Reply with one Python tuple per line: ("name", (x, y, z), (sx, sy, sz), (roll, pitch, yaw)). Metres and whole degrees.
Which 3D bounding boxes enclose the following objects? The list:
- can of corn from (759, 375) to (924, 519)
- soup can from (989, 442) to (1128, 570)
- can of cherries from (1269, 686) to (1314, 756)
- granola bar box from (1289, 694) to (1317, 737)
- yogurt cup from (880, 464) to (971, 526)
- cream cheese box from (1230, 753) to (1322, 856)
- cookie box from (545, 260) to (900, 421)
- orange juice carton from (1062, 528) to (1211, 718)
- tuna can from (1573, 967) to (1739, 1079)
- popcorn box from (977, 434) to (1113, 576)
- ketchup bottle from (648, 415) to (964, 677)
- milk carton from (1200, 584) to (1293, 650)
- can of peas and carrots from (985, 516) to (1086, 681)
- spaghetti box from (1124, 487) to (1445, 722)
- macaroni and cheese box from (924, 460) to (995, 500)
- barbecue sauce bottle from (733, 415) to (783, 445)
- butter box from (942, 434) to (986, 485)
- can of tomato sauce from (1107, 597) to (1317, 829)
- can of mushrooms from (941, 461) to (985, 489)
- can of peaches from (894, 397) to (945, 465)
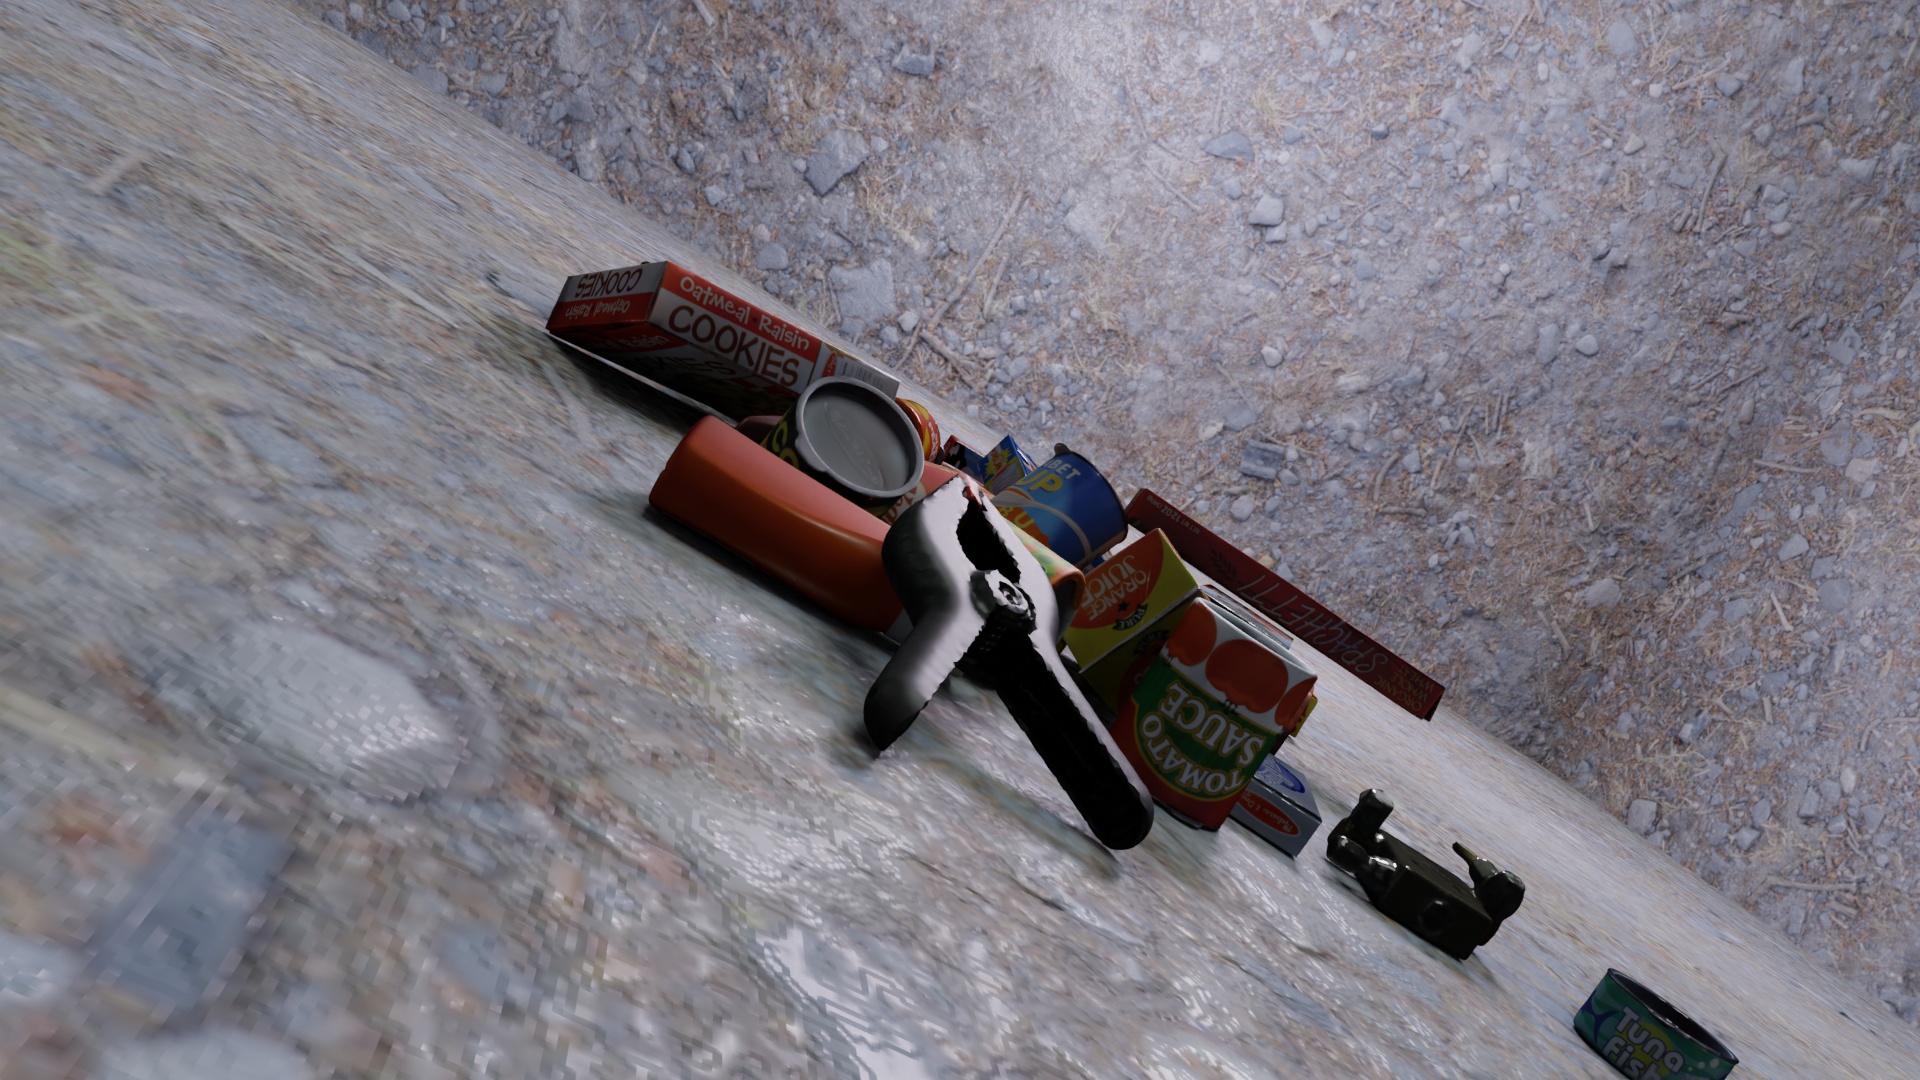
("can of corn", (-0.062, -0.032, 0.642), (0.071, 0.058, 0.071), (22, 47, -25))
("soup can", (0.044, -0.007, 0.819), (0.071, 0.084, 0.071), (46, -23, 26))
("can of cherries", (0.161, 0.096, 0.797), (0.058, 0.071, 0.071), (34, 7, 9))
("granola bar box", (0.190, 0.083, 1.107), (0.165, 0.039, 0.124), (30, 8, -14))
("yogurt cup", (-0.031, -0.012, 0.714), (0.054, 0.072, 0.072), (25, 6, 7))
("cream cheese box", (0.153, 0.126, 0.713), (0.053, 0.024, 0.104), (33, 7, 7))
("cookie box", (-0.139, -0.107, 0.817), (0.167, 0.040, 0.123), (24, -12, -39))
("orange juice carton", (0.096, 0.042, 0.740), (0.073, 0.072, 0.193), (56, 7, 4))
("tuna can", (0.332, 0.240, 0.667), (0.071, 0.033, 0.071), (32, 7, -4))
("popcorn box", (0.071, -0.015, 1.096), (0.126, 0.038, 0.085), (46, 13, -24))
("ketchup bottle", (-0.054, 0.004, 0.579), (0.149, 0.043, 0.065), (32, 10, -6))
("milk carton", (0.174, 0.078, 0.934), (0.072, 0.073, 0.190), (34, 7, 12))
("can of peas and carrots", (0.015, 0.025, 0.638), (0.059, 0.071, 0.071), (36, 7, 22))
("spaghetti box", (0.222, 0.043, 0.965), (0.250, 0.028, 0.050), (34, 4, 1))
("macaroni and cheese box", (0.003, -0.012, 0.951), (0.124, 0.040, 0.166), (35, 8, 21))
("barbecue sauce bottle", (-0.086, -0.042, 0.762), (0.065, 0.043, 0.149), (33, 6, -1))
("butter box", (0.021, -0.042, 1.177), (0.103, 0.053, 0.024), (29, 9, -22))
("can of tomato sauce", (0.112, 0.078, 0.627), (0.071, 0.083, 0.071), (32, 7, -4))
("can of mushrooms", (-0.001, -0.035, 1.116), (0.071, 0.033, 0.071), (31, 7, -4))
("can of peaches", (-0.051, -0.073, 1.027), (0.071, 0.071, 0.058), (33, 7, 9))
